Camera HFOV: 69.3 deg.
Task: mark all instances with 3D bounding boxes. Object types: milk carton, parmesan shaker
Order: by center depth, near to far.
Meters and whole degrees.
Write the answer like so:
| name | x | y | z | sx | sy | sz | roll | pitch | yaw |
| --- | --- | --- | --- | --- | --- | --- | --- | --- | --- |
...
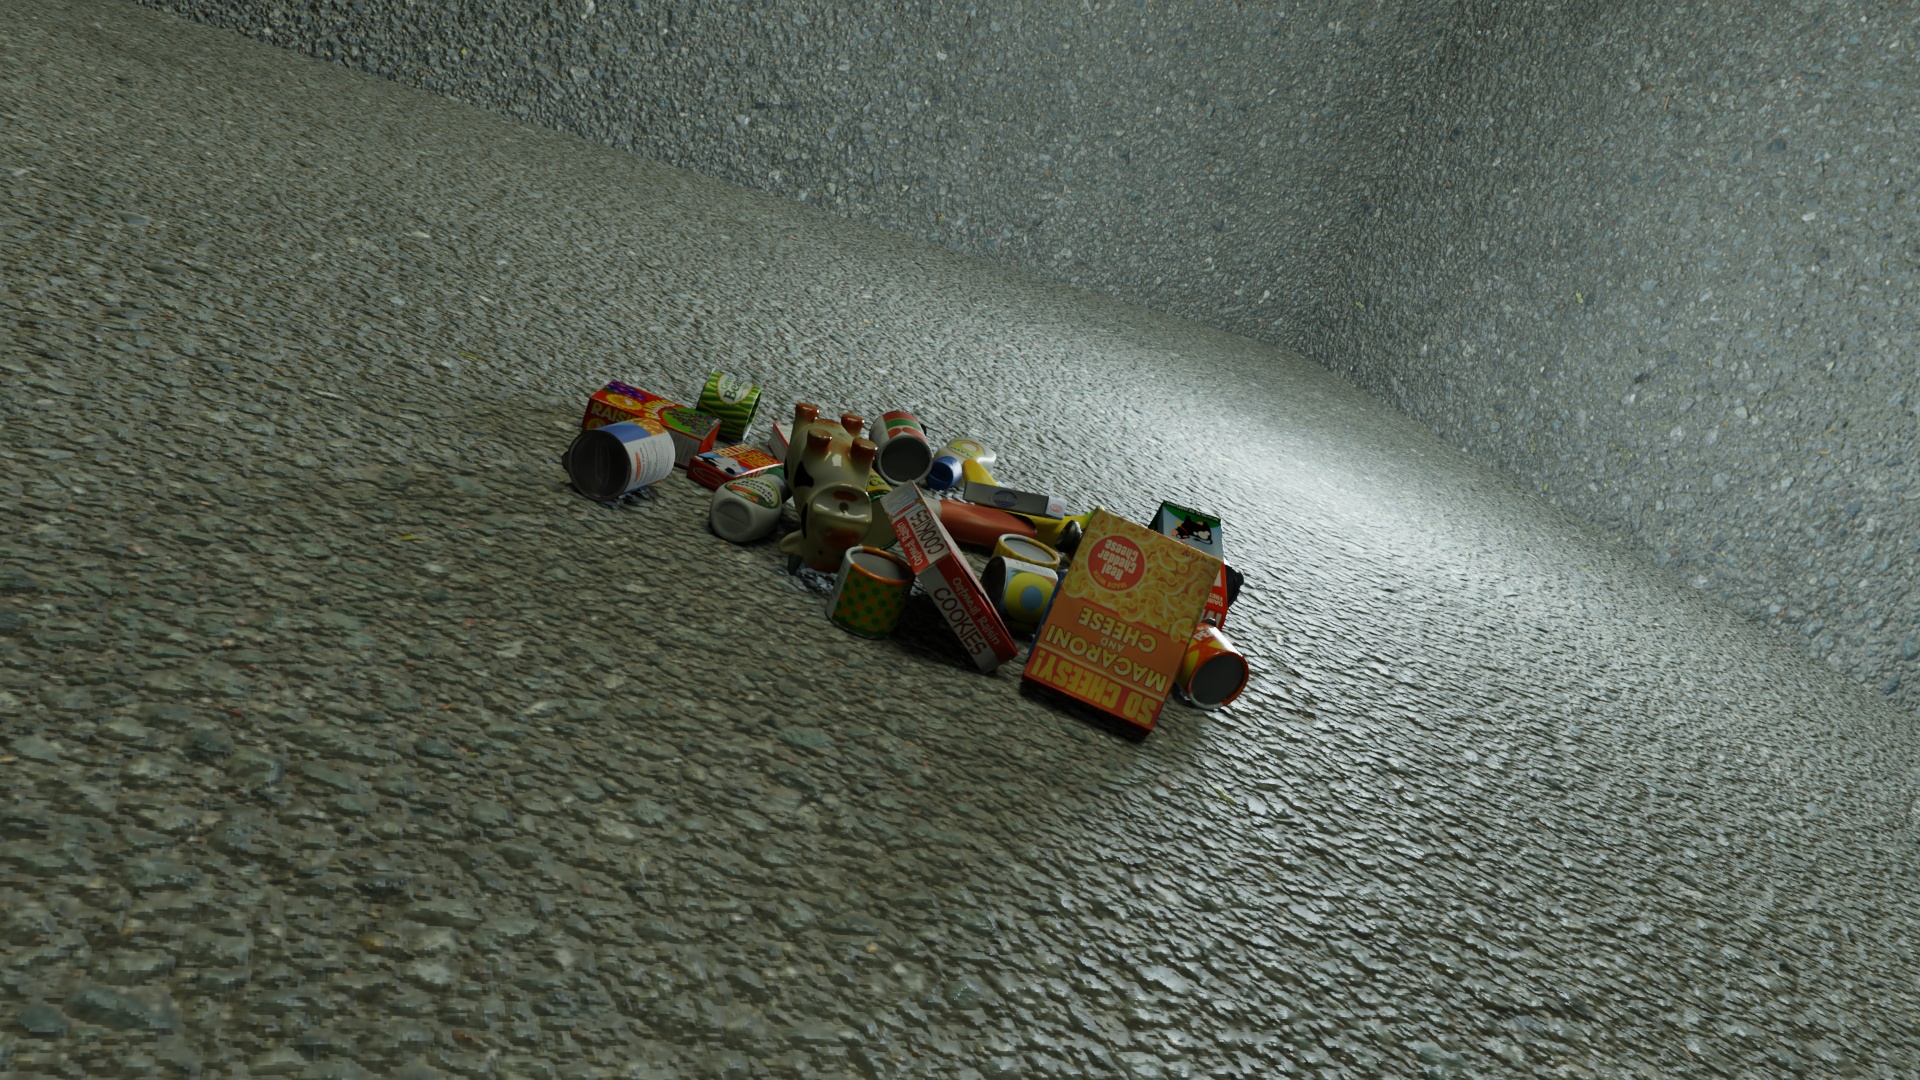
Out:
| name | x | y | z | sx | sy | sz | roll | pitch | yaw |
| --- | --- | --- | --- | --- | --- | --- | --- | --- | --- |
| parmesan shaker | -0.100 | -0.038 | 1.413 | 0.071 | 0.071 | 0.103 | 8 | 23 | -35 |
| milk carton | 0.231 | 0.051 | 1.455 | 0.072 | 0.073 | 0.191 | 18 | 40 | -9 |

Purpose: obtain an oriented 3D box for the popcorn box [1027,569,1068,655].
| name | x | y | z | sx | sy | sz | roll | pitch | yaw |
| --- | --- | --- | --- | --- | --- | --- | --- | --- | --- |
| popcorn box | 0.136 | 0.089 | 1.276 | 0.127 | 0.085 | 0.038 | 23 | 6 | 5 |

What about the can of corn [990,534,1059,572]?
| name | x | y | z | sx | sy | sz | roll | pitch | yaw |
| --- | --- | --- | --- | --- | --- | --- | --- | --- | --- |
| can of corn | 0.062 | 0.035 | 1.393 | 0.071 | 0.058 | 0.071 | 19 | 19 | -6 |

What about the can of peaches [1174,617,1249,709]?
| name | x | y | z | sx | sy | sz | roll | pitch | yaw |
| --- | --- | --- | --- | --- | --- | --- | --- | --- | --- |
| can of peaches | 0.235 | 0.118 | 1.329 | 0.071 | 0.071 | 0.058 | 12 | 21 | -24 |

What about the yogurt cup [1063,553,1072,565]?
| name | x | y | z | sx | sy | sz | roll | pitch | yaw |
| --- | --- | --- | --- | --- | --- | --- | --- | --- | --- |
| yogurt cup | 0.158 | 0.007 | 1.577 | 0.072 | 0.053 | 0.072 | 19 | 18 | -6 |

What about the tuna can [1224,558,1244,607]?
| name | x | y | z | sx | sy | sz | roll | pitch | yaw |
| --- | --- | --- | --- | --- | --- | --- | --- | --- | --- |
| tuna can | 0.283 | 0.047 | 1.574 | 0.071 | 0.070 | 0.033 | 16 | 19 | -14 |

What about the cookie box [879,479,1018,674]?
| name | x | y | z | sx | sy | sz | roll | pitch | yaw |
| --- | --- | --- | --- | --- | --- | --- | --- | --- | --- |
| cookie box | -0.011 | 0.030 | 1.256 | 0.122 | 0.040 | 0.168 | 56 | 2 | -28 |

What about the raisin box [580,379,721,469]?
| name | x | y | z | sx | sy | sz | roll | pitch | yaw |
| --- | --- | --- | --- | --- | --- | --- | --- | --- | --- |
| raisin box | -0.321 | -0.121 | 1.446 | 0.123 | 0.040 | 0.086 | 21 | 19 | -4 |

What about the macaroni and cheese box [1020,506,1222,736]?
| name | x | y | z | sx | sy | sz | roll | pitch | yaw |
| --- | --- | --- | --- | --- | --- | --- | --- | --- | --- |
| macaroni and cheese box | 0.142 | 0.071 | 1.228 | 0.124 | 0.167 | 0.040 | 24 | -15 | 6 |

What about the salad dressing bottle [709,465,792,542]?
| name | x | y | z | sx | sy | sz | roll | pitch | yaw |
| --- | --- | --- | --- | --- | --- | --- | --- | --- | --- |
| salad dressing bottle | -0.196 | -0.040 | 1.347 | 0.064 | 0.043 | 0.148 | 24 | 19 | 3 |

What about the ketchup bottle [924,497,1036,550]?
| name | x | y | z | sx | sy | sz | roll | pitch | yaw |
| --- | --- | --- | --- | --- | --- | --- | --- | --- | --- |
| ketchup bottle | 0.005 | -0.019 | 1.502 | 0.149 | 0.043 | 0.065 | 12 | 13 | -23 |

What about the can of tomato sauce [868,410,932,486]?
| name | x | y | z | sx | sy | sz | roll | pitch | yaw |
| --- | --- | --- | --- | --- | --- | --- | --- | --- | --- |
| can of tomato sauce | -0.069 | -0.108 | 1.632 | 0.071 | 0.071 | 0.083 | 15 | 20 | -17 |

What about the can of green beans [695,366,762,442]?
| name | x | y | z | sx | sy | sz | roll | pitch | yaw |
| --- | --- | --- | --- | --- | --- | --- | --- | --- | --- |
| can of green beans | -0.259 | -0.149 | 1.546 | 0.058 | 0.071 | 0.071 | 20 | 19 | -4 |

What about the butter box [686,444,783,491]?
| name | x | y | z | sx | sy | sz | roll | pitch | yaw |
| --- | --- | --- | --- | --- | --- | --- | --- | --- | --- |
| butter box | -0.232 | -0.074 | 1.433 | 0.053 | 0.024 | 0.104 | 26 | 19 | 16 |

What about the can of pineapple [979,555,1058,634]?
| name | x | y | z | sx | sy | sz | roll | pitch | yaw |
| --- | --- | --- | --- | --- | --- | --- | --- | --- | --- |
| can of pineapple | 0.054 | 0.054 | 1.325 | 0.058 | 0.070 | 0.071 | 15 | 20 | -20 |

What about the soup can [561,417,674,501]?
| name | x | y | z | sx | sy | sz | roll | pitch | yaw |
| --- | --- | --- | --- | --- | --- | --- | --- | --- | --- |
| soup can | -0.317 | -0.077 | 1.291 | 0.071 | 0.071 | 0.084 | 25 | 18 | 11 |

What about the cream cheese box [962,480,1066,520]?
| name | x | y | z | sx | sy | sz | roll | pitch | yaw |
| --- | --- | --- | --- | --- | --- | --- | --- | --- | --- |
| cream cheese box | 0.060 | -0.044 | 1.537 | 0.104 | 0.024 | 0.053 | 12 | -1 | 28 |

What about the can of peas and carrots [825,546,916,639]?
| name | x | y | z | sx | sy | sz | roll | pitch | yaw |
| --- | --- | --- | --- | --- | --- | --- | --- | --- | --- |
| can of peas and carrots | -0.076 | 0.046 | 1.217 | 0.071 | 0.058 | 0.071 | 19 | 19 | -7 |

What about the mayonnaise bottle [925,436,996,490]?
| name | x | y | z | sx | sy | sz | roll | pitch | yaw |
| --- | --- | --- | --- | --- | --- | --- | --- | --- | --- |
| mayonnaise bottle | -0.004 | -0.092 | 1.696 | 0.065 | 0.041 | 0.148 | 26 | 19 | 9 |
